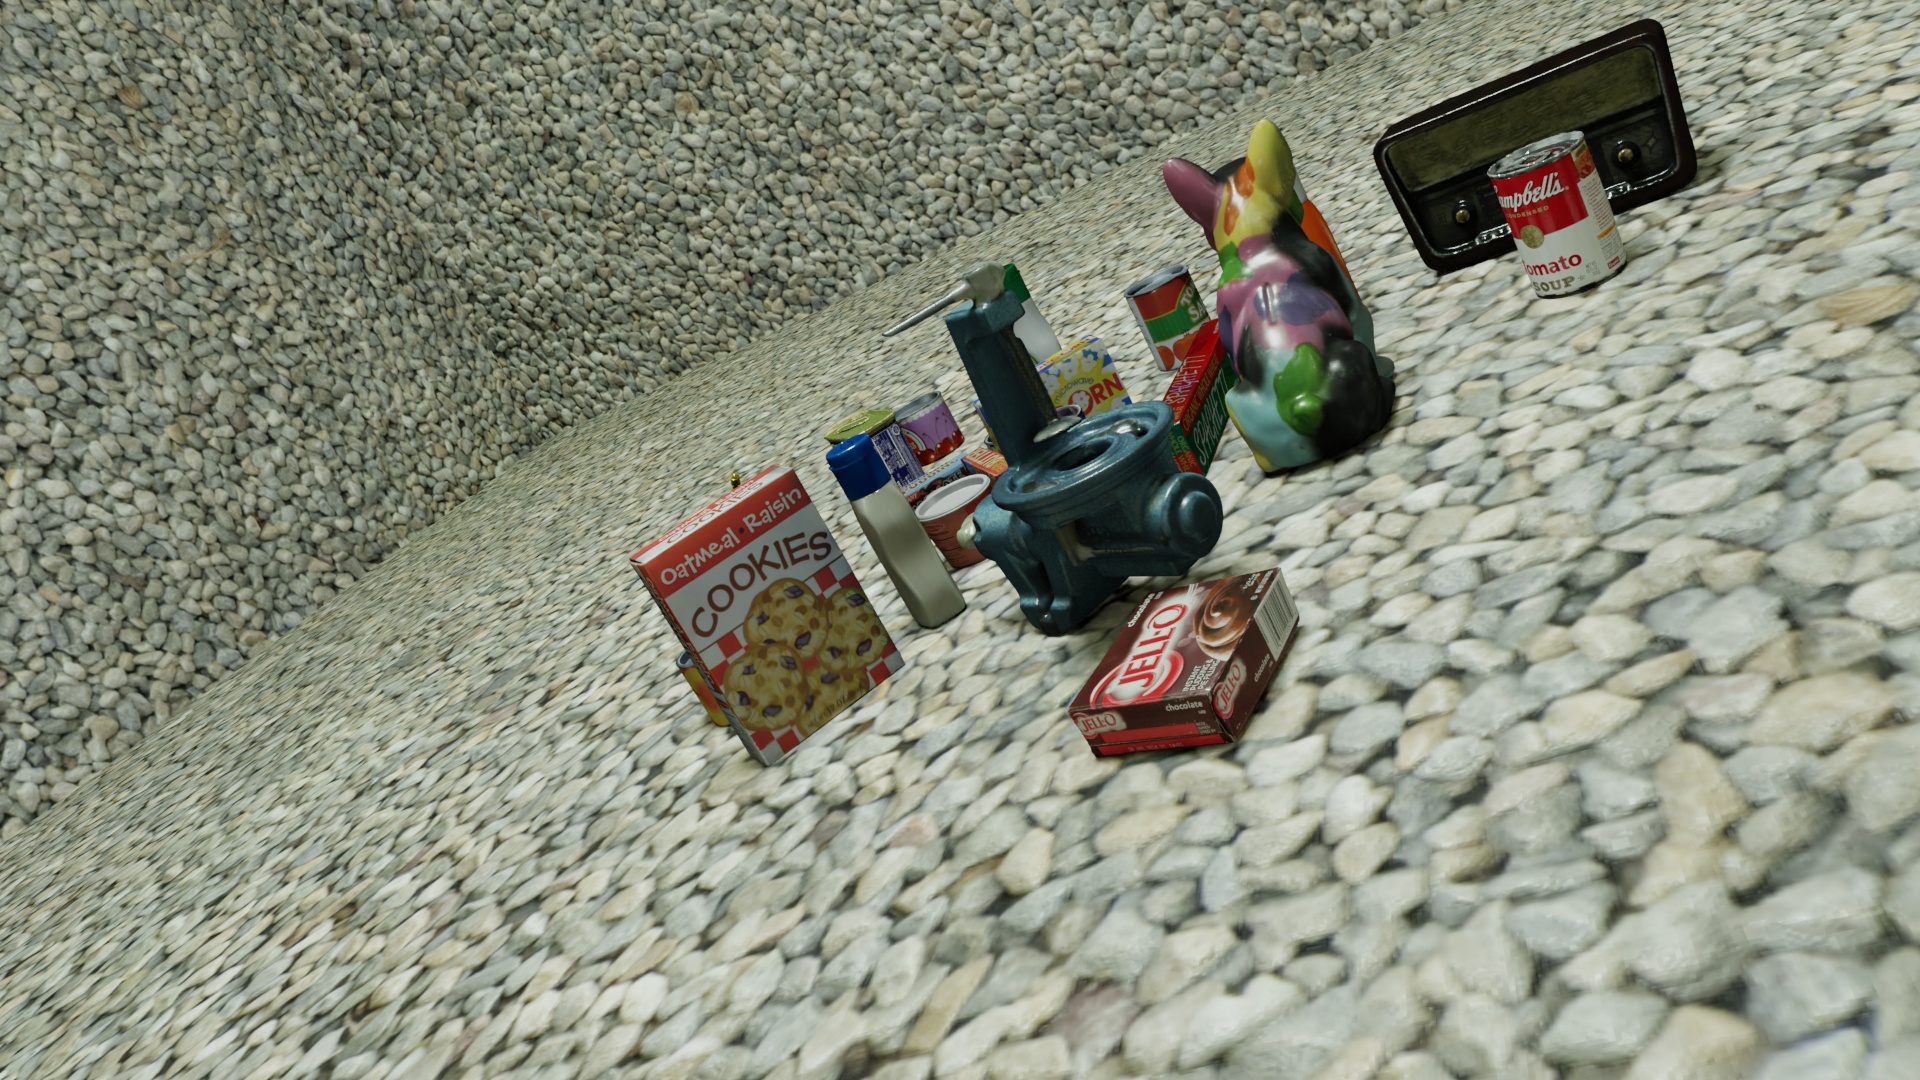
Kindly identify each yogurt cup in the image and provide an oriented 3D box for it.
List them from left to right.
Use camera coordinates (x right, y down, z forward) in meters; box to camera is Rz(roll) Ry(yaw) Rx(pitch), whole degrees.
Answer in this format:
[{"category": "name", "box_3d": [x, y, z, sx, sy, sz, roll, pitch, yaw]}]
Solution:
[{"category": "yogurt cup", "box_3d": [0.004, -0.014, 1.126, 0.072, 0.054, 0.072, -26, 17, 9]}]

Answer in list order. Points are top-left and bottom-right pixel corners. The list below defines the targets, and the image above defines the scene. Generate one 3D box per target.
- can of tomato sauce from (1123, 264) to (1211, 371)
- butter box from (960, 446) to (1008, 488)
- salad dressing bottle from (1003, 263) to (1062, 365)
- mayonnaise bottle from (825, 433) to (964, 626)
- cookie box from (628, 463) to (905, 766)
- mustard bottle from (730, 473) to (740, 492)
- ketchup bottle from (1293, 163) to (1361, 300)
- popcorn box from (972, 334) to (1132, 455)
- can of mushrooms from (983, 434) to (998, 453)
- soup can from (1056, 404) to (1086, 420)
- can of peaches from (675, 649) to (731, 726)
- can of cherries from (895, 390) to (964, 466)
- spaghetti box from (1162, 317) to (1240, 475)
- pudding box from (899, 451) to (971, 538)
[{"category": "can of tomato sauce", "box_3d": [0.207, -0.216, 1.341, 0.071, 0.083, 0.071, -26, 17, 9]}, {"category": "butter box", "box_3d": [0.034, -0.046, 1.172, 0.024, 0.053, 0.103, -31, 17, -9]}, {"category": "salad dressing bottle", "box_3d": [0.072, -0.212, 1.428, 0.044, 0.147, 0.064, -31, 17, -10]}, {"category": "mayonnaise bottle", "box_3d": [-0.049, -0.008, 1.030, 0.041, 0.147, 0.065, -32, 17, -10]}, {"category": "cookie box", "box_3d": [-0.131, 0.050, 0.959, 0.123, 0.167, 0.040, -35, 18, -22]}, {"category": "mustard bottle", "box_3d": [-0.140, 0.019, 1.073, 0.049, 0.160, 0.065, -35, 18, -21]}, {"category": "ketchup bottle", "box_3d": [0.298, -0.255, 1.203, 0.043, 0.148, 0.065, -32, 17, -12]}, {"category": "popcorn box", "box_3d": [0.086, -0.116, 1.238, 0.127, 0.085, 0.038, -31, 17, -8]}, {"category": "can of mushrooms", "box_3d": [0.059, -0.094, 1.305, 0.071, 0.033, 0.071, -26, 17, 9]}, {"category": "soup can", "box_3d": [0.082, -0.052, 1.064, 0.071, 0.083, 0.071, -26, 17, 9]}, {"category": "can of peaches", "box_3d": [-0.173, 0.100, 1.065, 0.071, 0.058, 0.071, -26, 17, 9]}, {"category": "can of cherries", "box_3d": [-0.039, -0.117, 1.480, 0.071, 0.058, 0.072, -26, 17, 9]}, {"category": "spaghetti box", "box_3d": [0.198, -0.120, 1.136, 0.028, 0.050, 0.251, -19, 19, 28]}, {"category": "pudding box", "box_3d": [-0.018, -0.037, 1.233, 0.084, 0.049, 0.030, -30, 17, -4]}]
